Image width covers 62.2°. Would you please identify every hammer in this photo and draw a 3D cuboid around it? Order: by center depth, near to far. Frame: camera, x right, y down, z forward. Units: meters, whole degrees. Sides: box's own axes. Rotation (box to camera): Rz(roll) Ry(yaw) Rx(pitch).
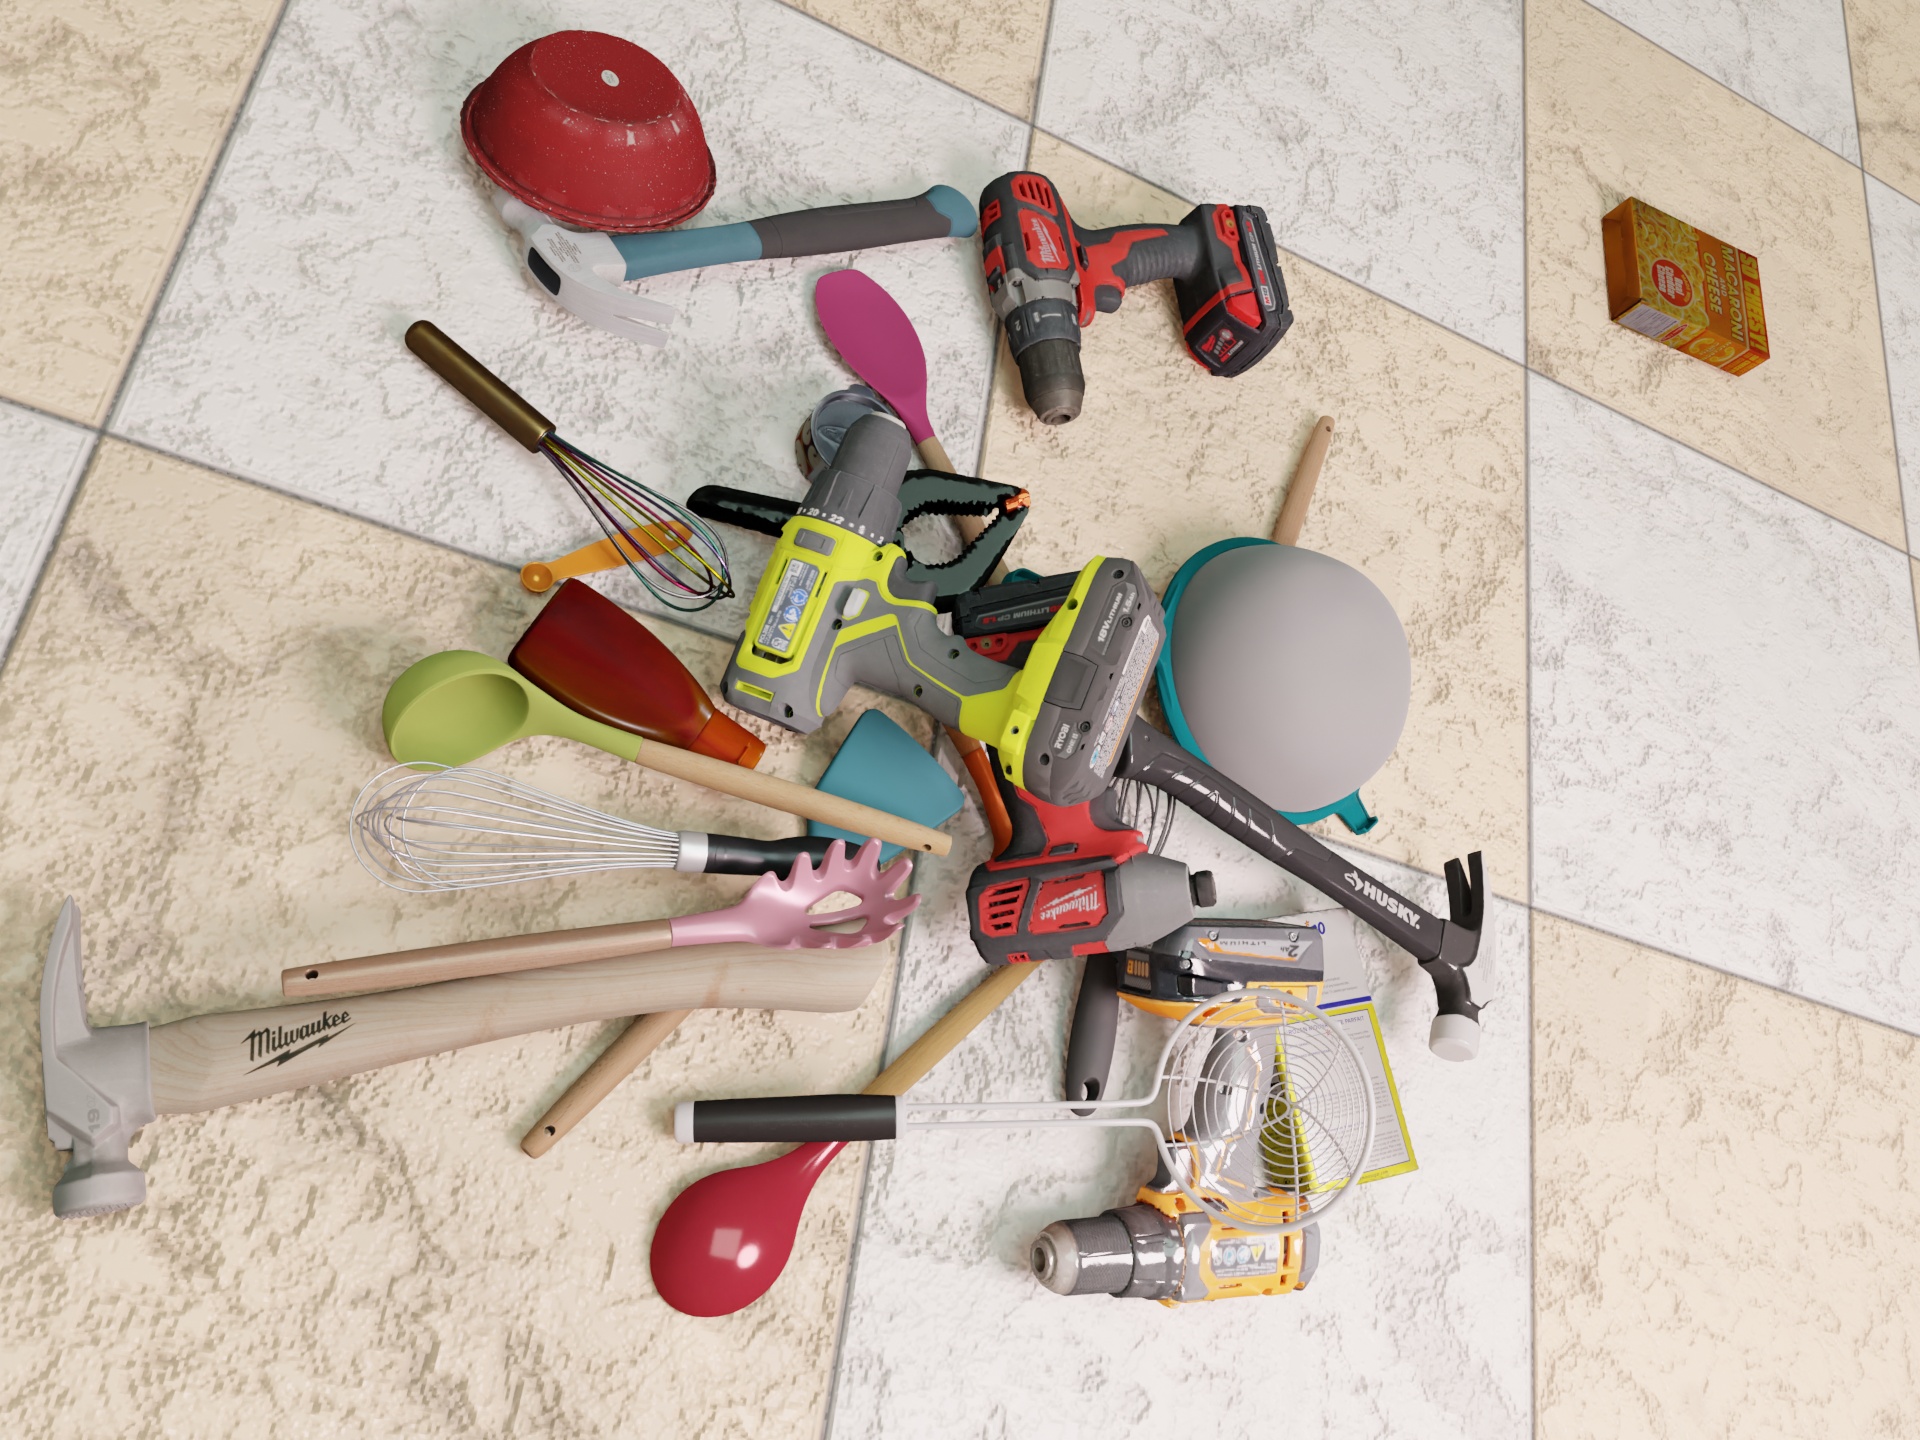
[{"bbox_3d":[-0.235,0.136,0.813,0.410,0.038,0.146,-6,74,-24],"label":"hammer"},{"bbox_3d":[0.227,0.085,1.042,0.334,0.035,0.146,33,56,-18],"label":"hammer"},{"bbox_3d":[-0.127,-0.320,1.051,0.331,0.033,0.128,-20,68,-34],"label":"hammer"}]

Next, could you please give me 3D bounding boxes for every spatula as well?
[{"bbox_3d":[-0.125,0.122,0.893,0.082,0.044,0.317,45,59,-1],"label":"spatula"},{"bbox_3d":[-0.002,-0.003,1.004,0.081,0.041,0.323,-27,84,-17],"label":"spatula"},{"bbox_3d":[0.233,-0.107,1.178,0.059,0.018,0.316,33,61,-17],"label":"spatula"}]

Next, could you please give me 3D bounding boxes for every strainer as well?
[{"bbox_3d":[0.189,-0.053,1.067,0.340,0.095,0.211,16,69,-30],"label":"strainer"}]

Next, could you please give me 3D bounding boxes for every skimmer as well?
[{"bbox_3d":[0.030,0.208,0.842,0.363,0.090,0.127,0,77,-4],"label":"skimmer"}]

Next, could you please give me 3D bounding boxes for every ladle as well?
[{"bbox_3d":[-0.154,0.033,0.878,0.320,0.078,0.062,18,41,-14],"label":"ladle"},{"bbox_3d":[-0.047,0.217,0.910,0.315,0.031,0.069,-37,87,-34],"label":"ladle"}]

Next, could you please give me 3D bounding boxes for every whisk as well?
[{"bbox_3d":[-0.178,0.069,0.856,0.284,0.070,0.070,8,68,-20],"label":"whisk"},{"bbox_3d":[-0.229,-0.149,0.938,0.245,0.051,0.047,40,18,-1],"label":"whisk"},{"bbox_3d":[0.097,0.131,1.007,0.055,0.055,0.239,20,68,-20],"label":"whisk"}]

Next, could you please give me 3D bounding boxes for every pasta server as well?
[{"bbox_3d":[-0.174,0.108,0.808,0.316,0.040,0.060,-5,59,-22],"label":"pasta server"}]

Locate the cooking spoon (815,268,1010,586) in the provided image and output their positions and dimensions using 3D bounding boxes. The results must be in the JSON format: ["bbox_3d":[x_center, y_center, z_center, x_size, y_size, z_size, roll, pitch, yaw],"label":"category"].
[{"bbox_3d":[-0.012,-0.165,1.072,0.069,0.017,0.319,-24,83,-35],"label":"cooking spoon"}]

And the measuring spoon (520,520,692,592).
[{"bbox_3d":[-0.210,-0.098,0.951,0.117,0.011,0.021,-25,80,-36],"label":"measuring spoon"}]

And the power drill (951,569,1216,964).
[{"bbox_3d":[0.069,0.028,0.938,0.143,0.078,0.220,-9,75,13],"label":"power drill"}]

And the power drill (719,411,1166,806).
[{"bbox_3d":[-0.006,-0.063,0.899,0.228,0.080,0.190,20,84,20],"label":"power drill"}]

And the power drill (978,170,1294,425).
[{"bbox_3d":[0.127,-0.301,1.163,0.226,0.080,0.188,-2,73,-25],"label":"power drill"}]

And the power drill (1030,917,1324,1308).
[{"bbox_3d":[0.130,0.233,0.945,0.185,0.084,0.226,5,87,-27],"label":"power drill"}]
